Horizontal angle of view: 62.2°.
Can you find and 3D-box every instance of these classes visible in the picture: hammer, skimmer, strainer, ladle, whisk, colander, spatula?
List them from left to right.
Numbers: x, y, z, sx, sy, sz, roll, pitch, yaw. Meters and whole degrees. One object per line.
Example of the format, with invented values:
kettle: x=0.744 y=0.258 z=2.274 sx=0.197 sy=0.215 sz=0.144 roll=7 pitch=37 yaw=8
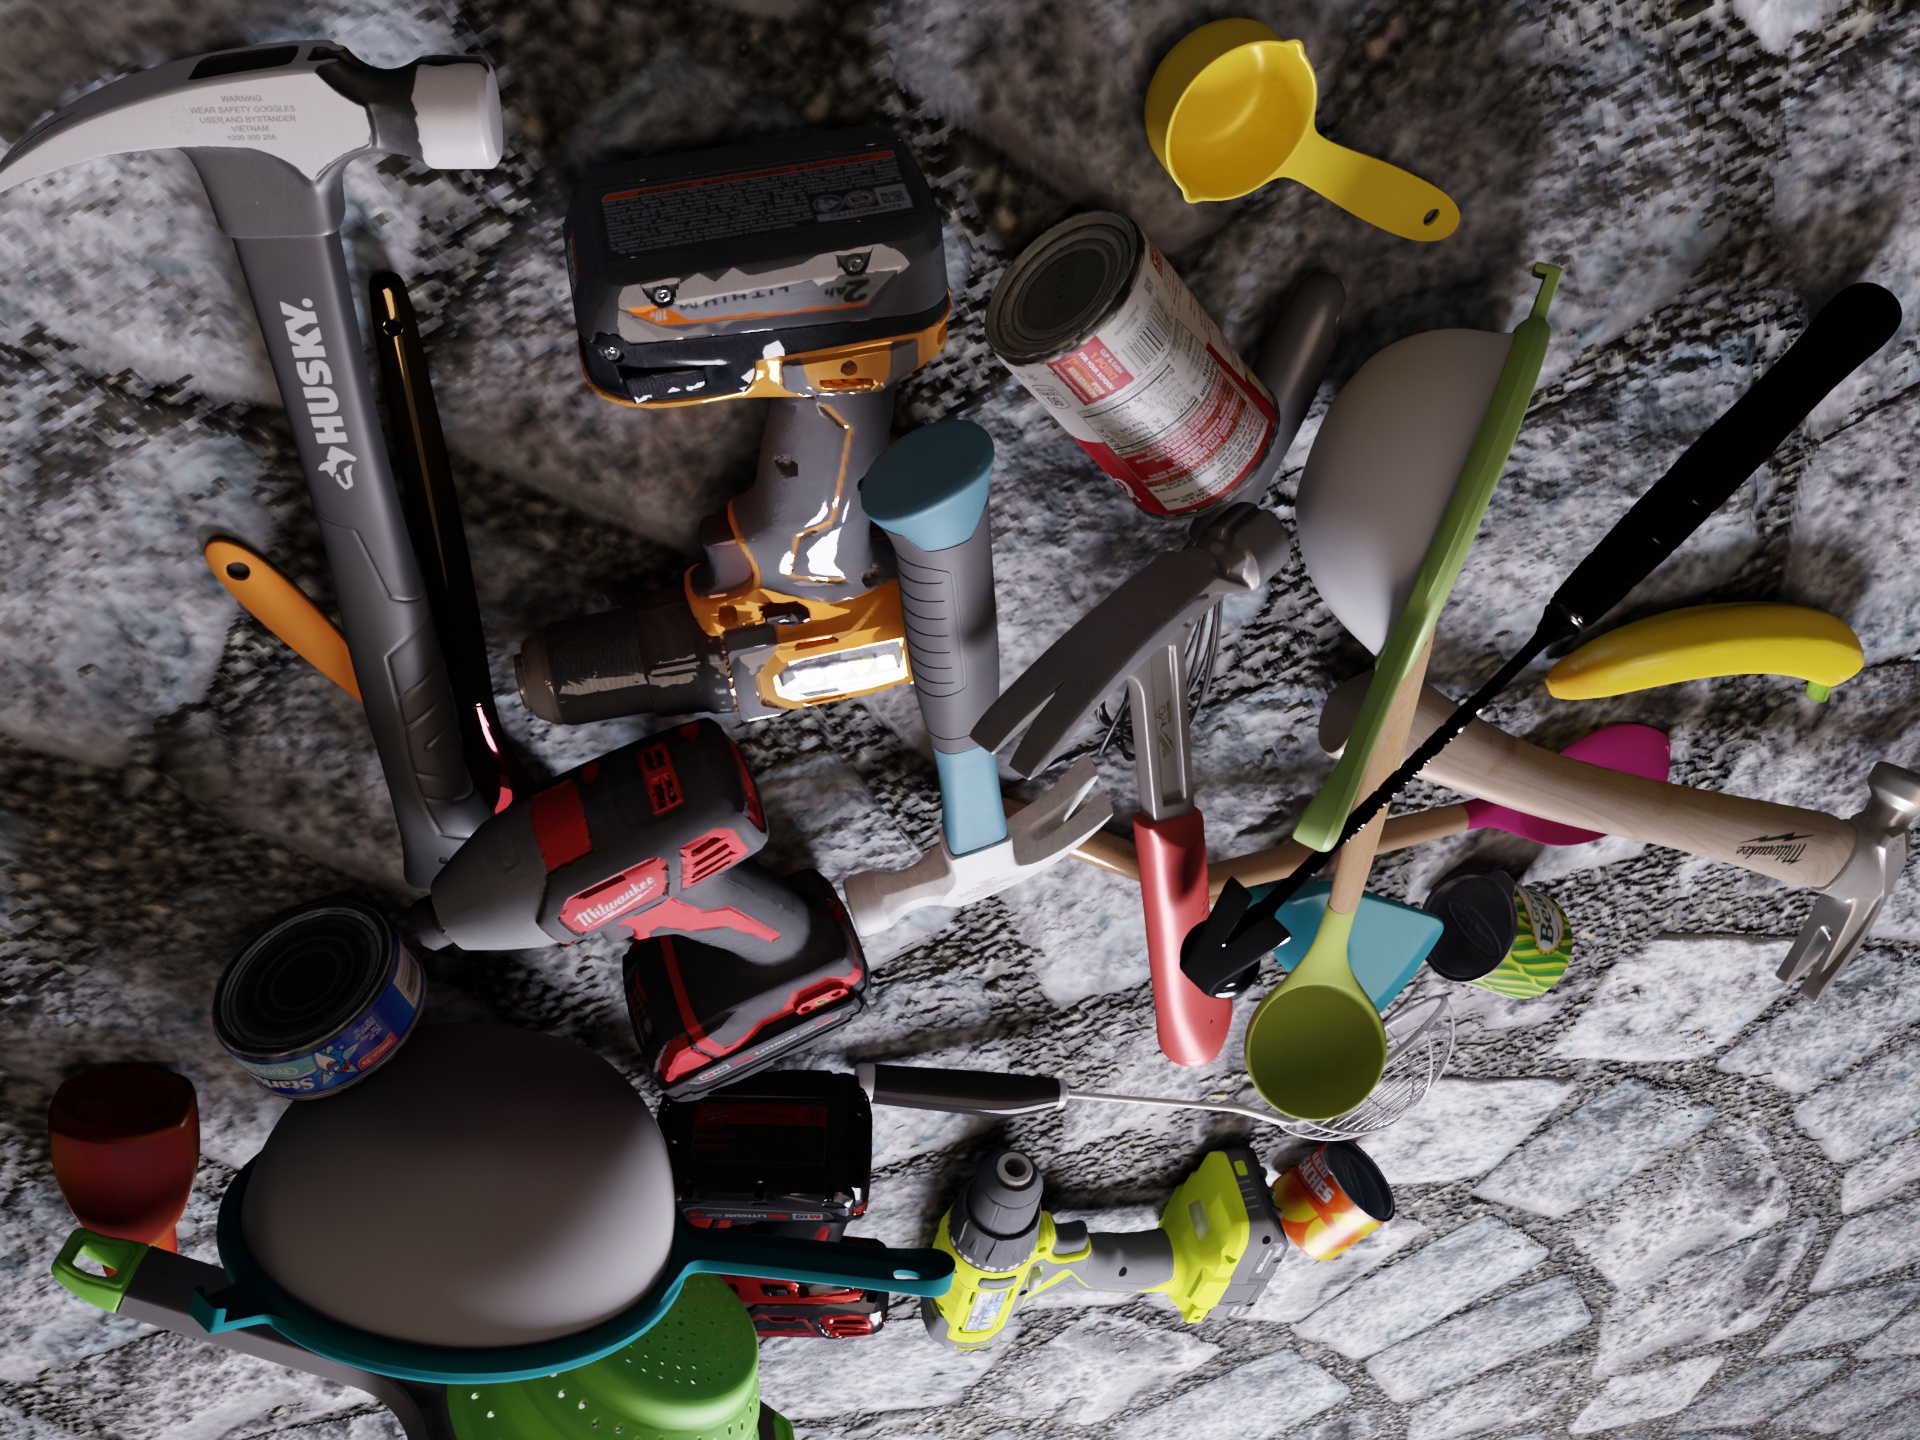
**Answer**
hammer: x=-0.215 y=-0.062 z=0.560 sx=0.146 sy=0.035 sz=0.334 roll=-3 pitch=131 yaw=-7
ladle: x=-0.196 y=-0.030 z=0.630 sx=0.069 sy=0.031 sz=0.315 roll=-6 pitch=133 yaw=-10
colander: x=-0.243 y=0.308 z=0.806 sx=0.397 sy=0.205 sz=0.094 roll=25 pitch=107 yaw=-15
strainer: x=-0.160 y=0.209 z=0.743 sx=0.340 sy=0.211 sz=0.095 roll=11 pitch=103 yaw=-11
hammer: x=-0.001 y=-0.002 z=0.633 sx=0.128 sy=0.033 sz=0.330 roll=-19 pitch=152 yaw=-6
skimmer: x=0.119 y=0.198 z=0.952 sx=0.363 sy=0.090 sz=0.127 roll=6 pitch=160 yaw=-9
hammer: x=0.090 y=0.070 z=0.719 sx=0.149 sy=0.037 sz=0.358 roll=-41 pitch=146 yaw=-21
spatula: x=0.124 y=0.089 z=0.843 sx=0.317 sy=0.044 sz=0.082 roll=21 pitch=111 yaw=-32
whisk: x=0.106 y=-0.077 z=0.672 sx=0.055 sy=0.055 sz=0.238 roll=4 pitch=127 yaw=-22
strainer: x=0.150 y=-0.059 z=0.602 sx=0.069 sy=0.256 sz=0.151 roll=24 pitch=144 yaw=11
ladle: x=0.198 y=0.081 z=0.790 sx=0.078 sy=0.062 sz=0.319 roll=1 pitch=129 yaw=-2
hammer: x=0.242 y=-0.035 z=0.666 sx=0.409 sy=0.036 sz=0.149 roll=-44 pitch=166 yaw=-3
hammer: x=0.360 y=0.055 z=0.860 sx=0.410 sy=0.038 sz=0.146 roll=14 pitch=106 yaw=-24

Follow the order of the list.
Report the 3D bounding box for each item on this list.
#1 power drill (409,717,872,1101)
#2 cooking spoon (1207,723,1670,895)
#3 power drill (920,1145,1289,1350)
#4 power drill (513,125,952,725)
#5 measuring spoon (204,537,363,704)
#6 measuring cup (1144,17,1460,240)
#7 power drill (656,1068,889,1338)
power drill: x=-0.130 y=0.088 z=0.692 sx=0.143 sy=0.079 sz=0.219 roll=-25 pitch=149 yaw=1
cooking spoon: x=0.245 y=0.056 z=0.848 sx=0.319 sy=0.017 sz=0.068 roll=-12 pitch=115 yaw=-15
power drill: x=0.094 y=0.344 z=1.063 sx=0.228 sy=0.080 sz=0.190 roll=0 pitch=133 yaw=-15
power drill: x=-0.086 y=-0.085 z=0.577 sx=0.185 sy=0.084 sz=0.226 roll=-12 pitch=141 yaw=-7
measuring spoon: x=-0.252 y=-0.029 z=0.621 sx=0.021 sy=0.011 sz=0.116 roll=-25 pitch=136 yaw=6
measuring cup: x=0.127 y=-0.205 z=0.573 sx=0.156 sy=0.029 sz=0.062 roll=7 pitch=132 yaw=-40
power drill: x=-0.134 y=0.295 z=0.931 sx=0.188 sy=0.080 sz=0.226 roll=2 pitch=137 yaw=-2
